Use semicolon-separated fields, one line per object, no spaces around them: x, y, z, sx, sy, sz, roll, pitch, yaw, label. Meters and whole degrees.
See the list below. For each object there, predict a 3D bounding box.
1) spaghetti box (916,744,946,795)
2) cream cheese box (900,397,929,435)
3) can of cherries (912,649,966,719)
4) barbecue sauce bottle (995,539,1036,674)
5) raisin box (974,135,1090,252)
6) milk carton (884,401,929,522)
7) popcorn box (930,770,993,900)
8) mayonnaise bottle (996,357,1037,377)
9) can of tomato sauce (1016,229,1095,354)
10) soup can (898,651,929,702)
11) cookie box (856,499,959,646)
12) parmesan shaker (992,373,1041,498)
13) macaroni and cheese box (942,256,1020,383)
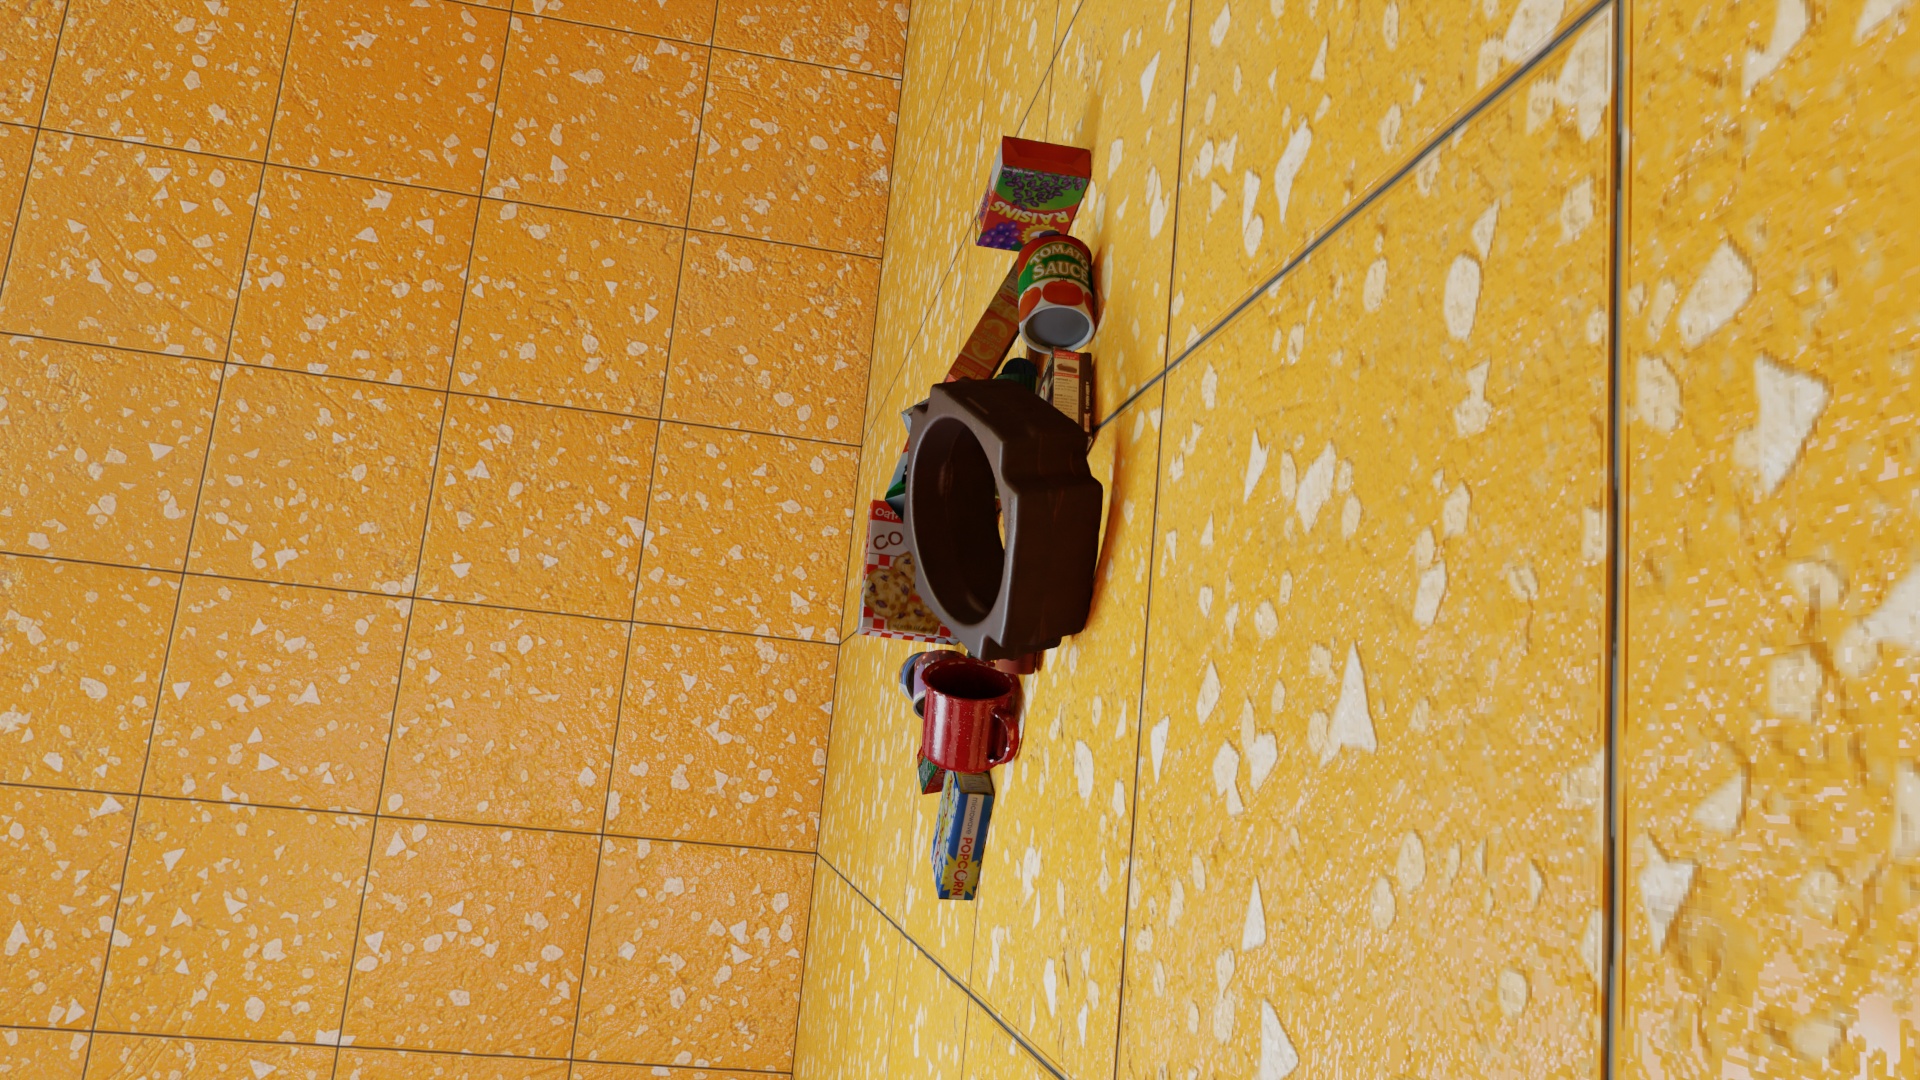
-0.020;0.233;1.545;0.249;0.029;0.050;109;153;-67;spaghetti box
-0.028;-0.114;1.615;0.024;0.053;0.103;28;143;59;cream cheese box
-0.019;0.161;1.547;0.071;0.071;0.059;108;167;-50;can of cherries
0.057;0.044;1.242;0.065;0.044;0.148;-163;80;-75;barbecue sauce bottle
0.067;-0.329;1.335;0.122;0.086;0.040;114;159;-62;raisin box
-0.013;-0.095;1.538;0.072;0.073;0.191;52;-142;-31;milk carton
0.001;0.290;1.415;0.085;0.038;0.126;-112;30;-69;popcorn box
0.046;-0.142;1.456;0.147;0.041;0.065;117;161;-66;mayonnaise bottle
0.083;-0.215;1.207;0.070;0.071;0.083;111;163;-55;can of tomato sauce
-0.036;0.164;1.660;0.083;0.071;0.071;159;118;-80;soup can
-0.057;0.039;1.700;0.040;0.123;0.168;121;154;-67;cookie box
0.052;-0.097;1.314;0.071;0.071;0.103;115;160;-62;parmesan shaker
0.029;-0.199;1.415;0.167;0.040;0.123;-60;0;-21;macaroni and cheese box
